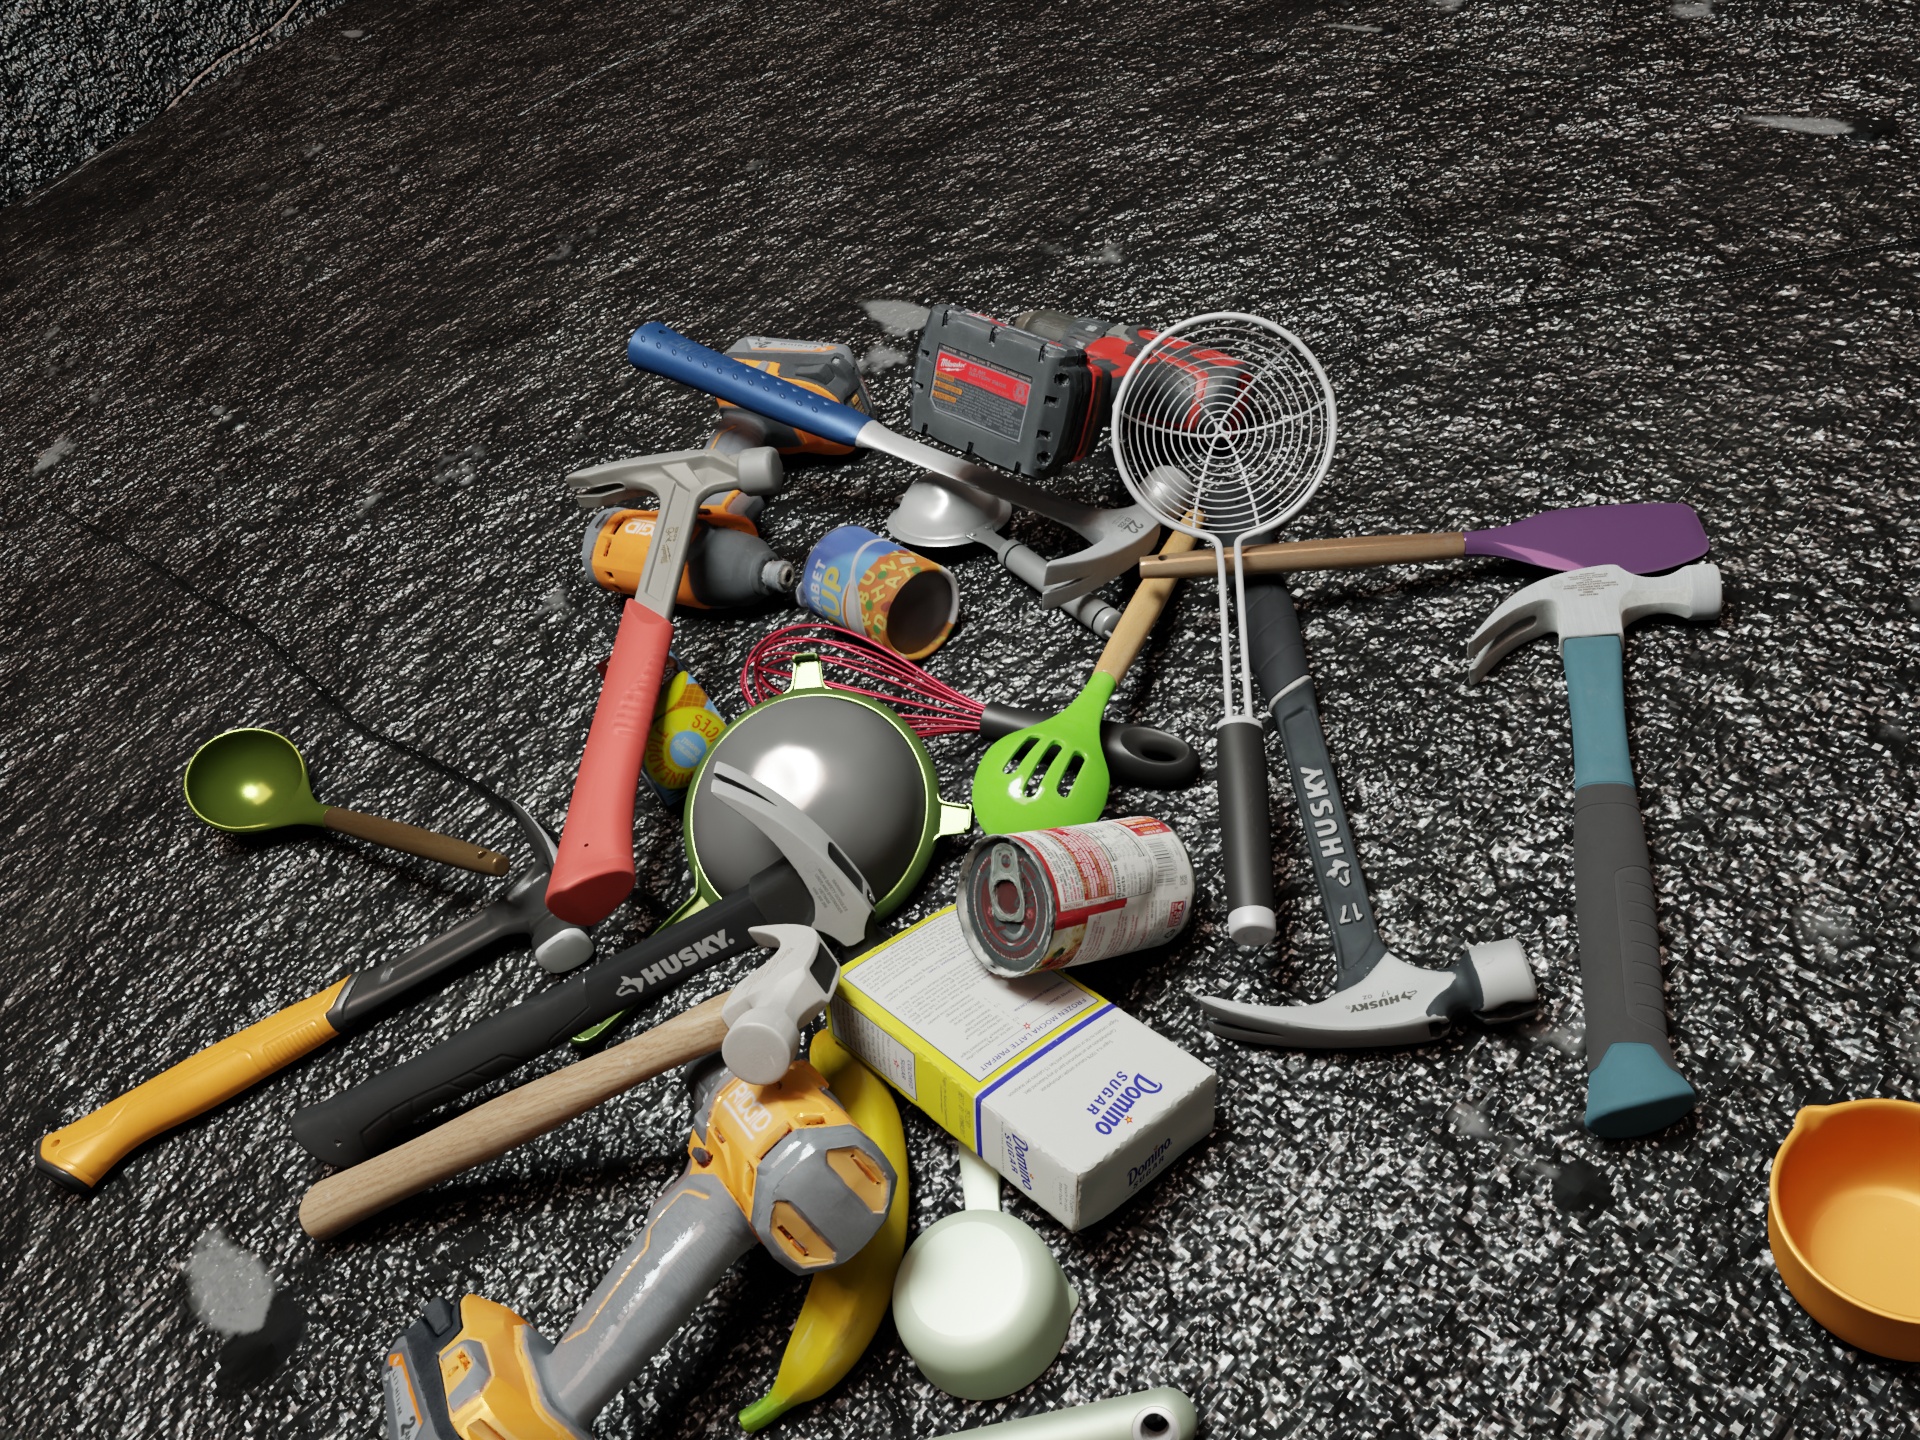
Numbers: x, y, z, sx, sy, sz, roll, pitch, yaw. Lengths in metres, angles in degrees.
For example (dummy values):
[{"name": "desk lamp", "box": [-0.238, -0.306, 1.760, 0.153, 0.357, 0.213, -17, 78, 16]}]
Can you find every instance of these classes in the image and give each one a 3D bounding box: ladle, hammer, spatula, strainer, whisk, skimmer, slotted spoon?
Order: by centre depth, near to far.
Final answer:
[{"name": "whisk", "box": [-0.024, 0.309, 0.648, 0.246, 0.059, 0.058, -14, 80, 4]}, {"name": "hammer", "box": [0.313, 0.046, 0.766, 0.128, 0.033, 0.331, -3, 47, 19]}, {"name": "hammer", "box": [-0.199, 0.185, 0.784, 0.331, 0.031, 0.130, -28, 12, 20]}, {"name": "skimmer", "box": [0.143, -0.062, 0.831, 0.127, 0.090, 0.364, -1, 53, 6]}, {"name": "hammer", "box": [-0.206, 0.147, 0.836, 0.335, 0.146, 0.035, -27, 22, 8]}, {"name": "hammer", "box": [0.179, 0.003, 0.866, 0.149, 0.036, 0.409, -15, 43, 10]}, {"name": "strainer", "box": [-0.128, 0.080, 0.868, 0.256, 0.069, 0.152, -44, 69, -6]}, {"name": "spatula", "box": [0.261, -0.097, 0.908, 0.316, 0.018, 0.060, -3, 47, 6]}, {"name": "slotted spoon", "box": [0.089, -0.038, 0.913, 0.070, 0.031, 0.314, 20, 44, 13]}, {"name": "whisk", "box": [-0.001, -0.003, 0.934, 0.296, 0.073, 0.073, 12, 53, 23]}, {"name": "hammer", "box": [-0.382, 0.171, 0.937, 0.337, 0.034, 0.127, -29, 44, -6]}, {"name": "hammer", "box": [-0.203, -0.036, 0.961, 0.149, 0.036, 0.359, -6, 49, 13]}, {"name": "ladle", "box": [-0.390, 0.057, 1.006, 0.320, 0.062, 0.078, 8, 49, 39]}, {"name": "strainer", "box": [0.030, -0.114, 1.040, 0.087, 0.050, 0.259, -27, 45, -24]}, {"name": "hammer", "box": [-0.057, -0.185, 1.057, 0.406, 0.035, 0.144, 25, 47, 22]}]

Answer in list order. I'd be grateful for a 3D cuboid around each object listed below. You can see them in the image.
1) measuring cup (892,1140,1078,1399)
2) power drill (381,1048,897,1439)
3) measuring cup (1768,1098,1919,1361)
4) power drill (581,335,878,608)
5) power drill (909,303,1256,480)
[{"name": "measuring cup", "box": [0.006, 0.218, 0.724, 0.083, 0.038, 0.168, -13, 46, 11]}, {"name": "power drill", "box": [-0.146, 0.239, 0.716, 0.226, 0.084, 0.185, -43, 22, -12]}, {"name": "measuring cup", "box": [0.387, 0.173, 0.599, 0.173, 0.052, 0.095, -28, 43, -7]}, {"name": "power drill", "box": [-0.149, -0.172, 1.144, 0.164, 0.084, 0.227, 12, 57, 29]}, {"name": "power drill", "box": [0.065, -0.227, 1.038, 0.188, 0.080, 0.226, 28, 29, 31]}]
